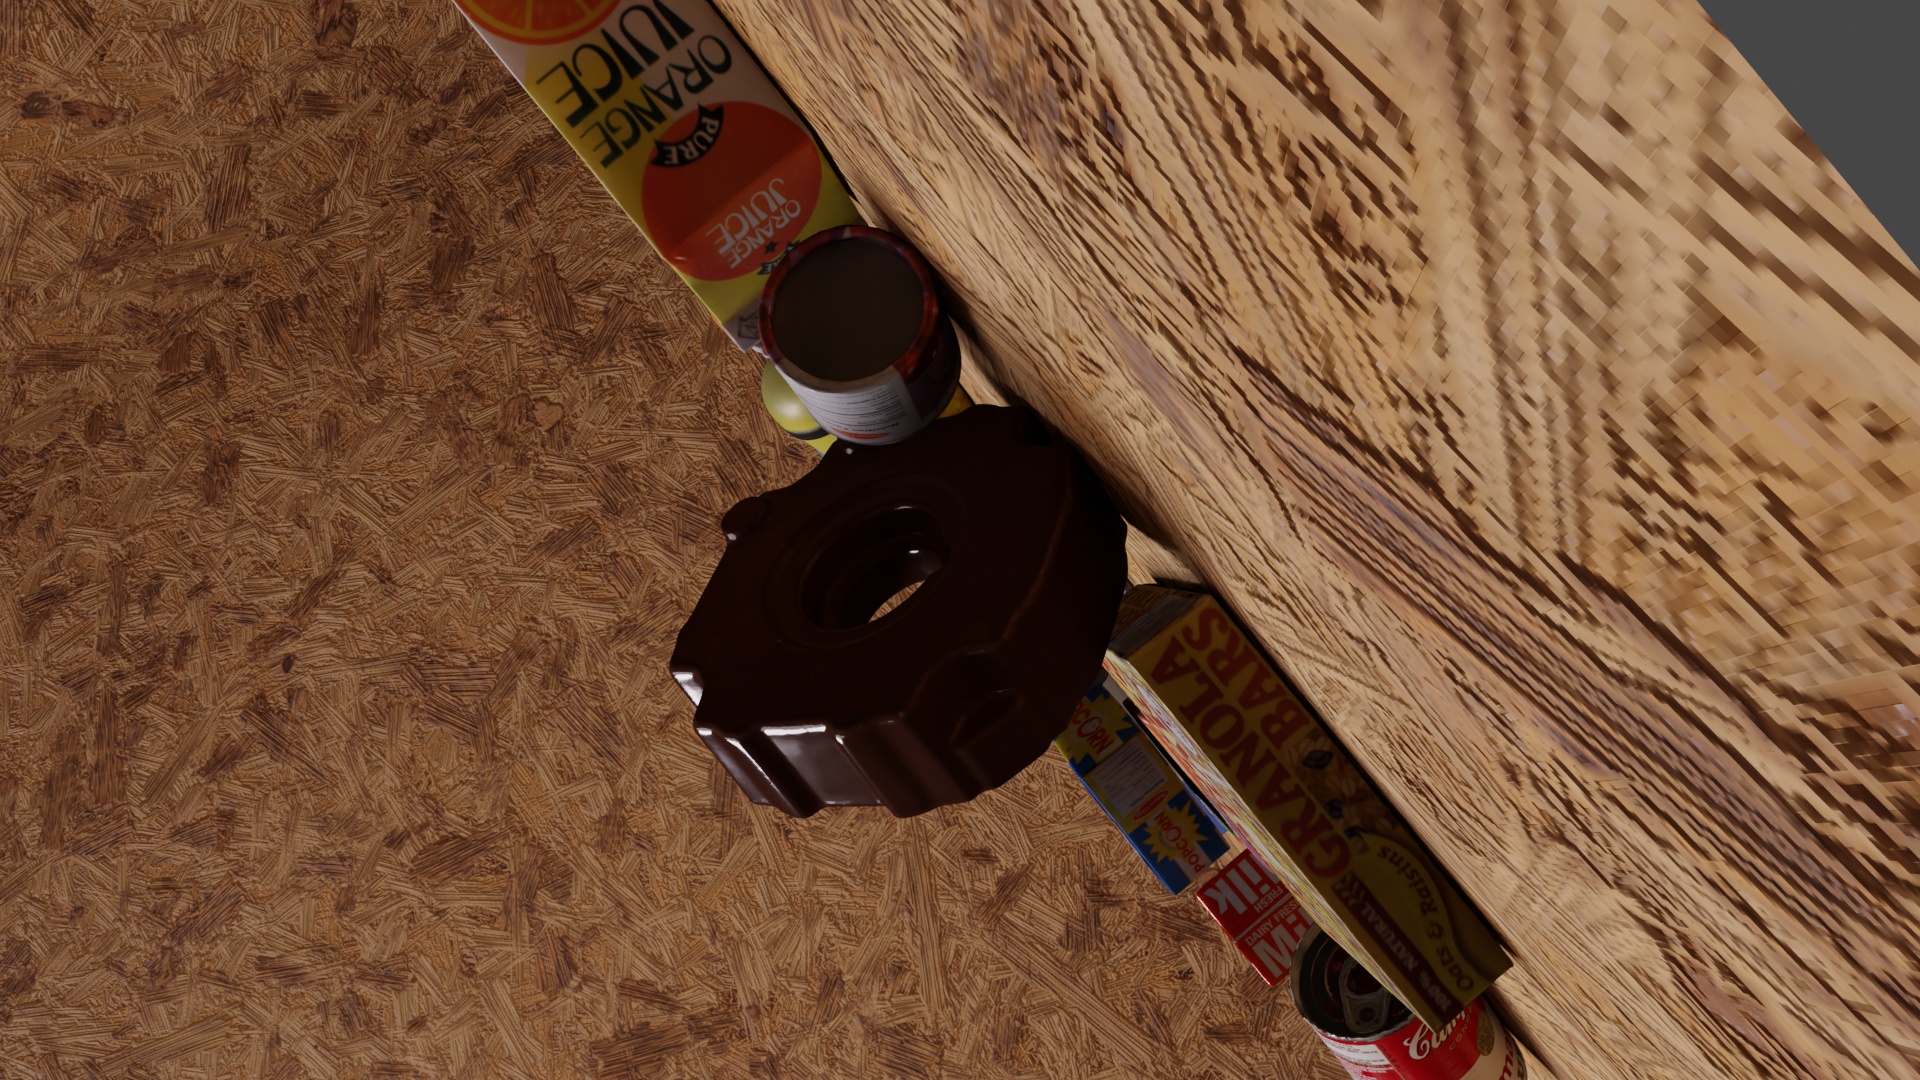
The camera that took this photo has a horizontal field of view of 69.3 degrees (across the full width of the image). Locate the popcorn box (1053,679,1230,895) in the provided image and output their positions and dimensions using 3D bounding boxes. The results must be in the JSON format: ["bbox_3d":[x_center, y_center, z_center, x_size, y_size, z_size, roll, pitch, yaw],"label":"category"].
[{"bbox_3d":[0.077,0.110,0.703,0.085,0.038,0.127,53,179,-21],"label":"popcorn box"}]

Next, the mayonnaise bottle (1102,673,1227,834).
[{"bbox_3d":[0.108,0.107,0.811,0.148,0.065,0.041,47,180,9],"label":"mayonnaise bottle"}]

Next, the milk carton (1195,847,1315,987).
[{"bbox_3d":[0.202,0.234,0.896,0.073,0.072,0.190,50,179,17],"label":"milk carton"}]

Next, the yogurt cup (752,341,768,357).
[{"bbox_3d":[-0.099,-0.138,0.889,0.072,0.072,0.054,49,-174,37],"label":"yogurt cup"}]

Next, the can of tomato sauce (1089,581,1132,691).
[{"bbox_3d":[0.041,0.027,0.693,0.071,0.071,0.083,52,179,-32],"label":"can of tomato sauce"}]

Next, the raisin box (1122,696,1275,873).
[{"bbox_3d":[0.123,0.101,0.652,0.086,0.040,0.123,51,180,3],"label":"raisin box"}]

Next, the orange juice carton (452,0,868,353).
[{"bbox_3d":[-0.117,-0.169,0.530,0.192,0.072,0.073,51,179,-8],"label":"orange juice carton"}]

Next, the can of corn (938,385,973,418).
[{"bbox_3d":[-0.032,-0.067,0.707,0.071,0.058,0.071,51,178,2],"label":"can of corn"}]

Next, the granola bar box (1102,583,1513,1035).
[{"bbox_3d":[0.118,0.090,0.522,0.165,0.039,0.124,50,178,-2],"label":"granola bar box"}]

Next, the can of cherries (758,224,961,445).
[{"bbox_3d":[-0.036,-0.078,0.519,0.071,0.071,0.058,50,178,17],"label":"can of cherries"}]
